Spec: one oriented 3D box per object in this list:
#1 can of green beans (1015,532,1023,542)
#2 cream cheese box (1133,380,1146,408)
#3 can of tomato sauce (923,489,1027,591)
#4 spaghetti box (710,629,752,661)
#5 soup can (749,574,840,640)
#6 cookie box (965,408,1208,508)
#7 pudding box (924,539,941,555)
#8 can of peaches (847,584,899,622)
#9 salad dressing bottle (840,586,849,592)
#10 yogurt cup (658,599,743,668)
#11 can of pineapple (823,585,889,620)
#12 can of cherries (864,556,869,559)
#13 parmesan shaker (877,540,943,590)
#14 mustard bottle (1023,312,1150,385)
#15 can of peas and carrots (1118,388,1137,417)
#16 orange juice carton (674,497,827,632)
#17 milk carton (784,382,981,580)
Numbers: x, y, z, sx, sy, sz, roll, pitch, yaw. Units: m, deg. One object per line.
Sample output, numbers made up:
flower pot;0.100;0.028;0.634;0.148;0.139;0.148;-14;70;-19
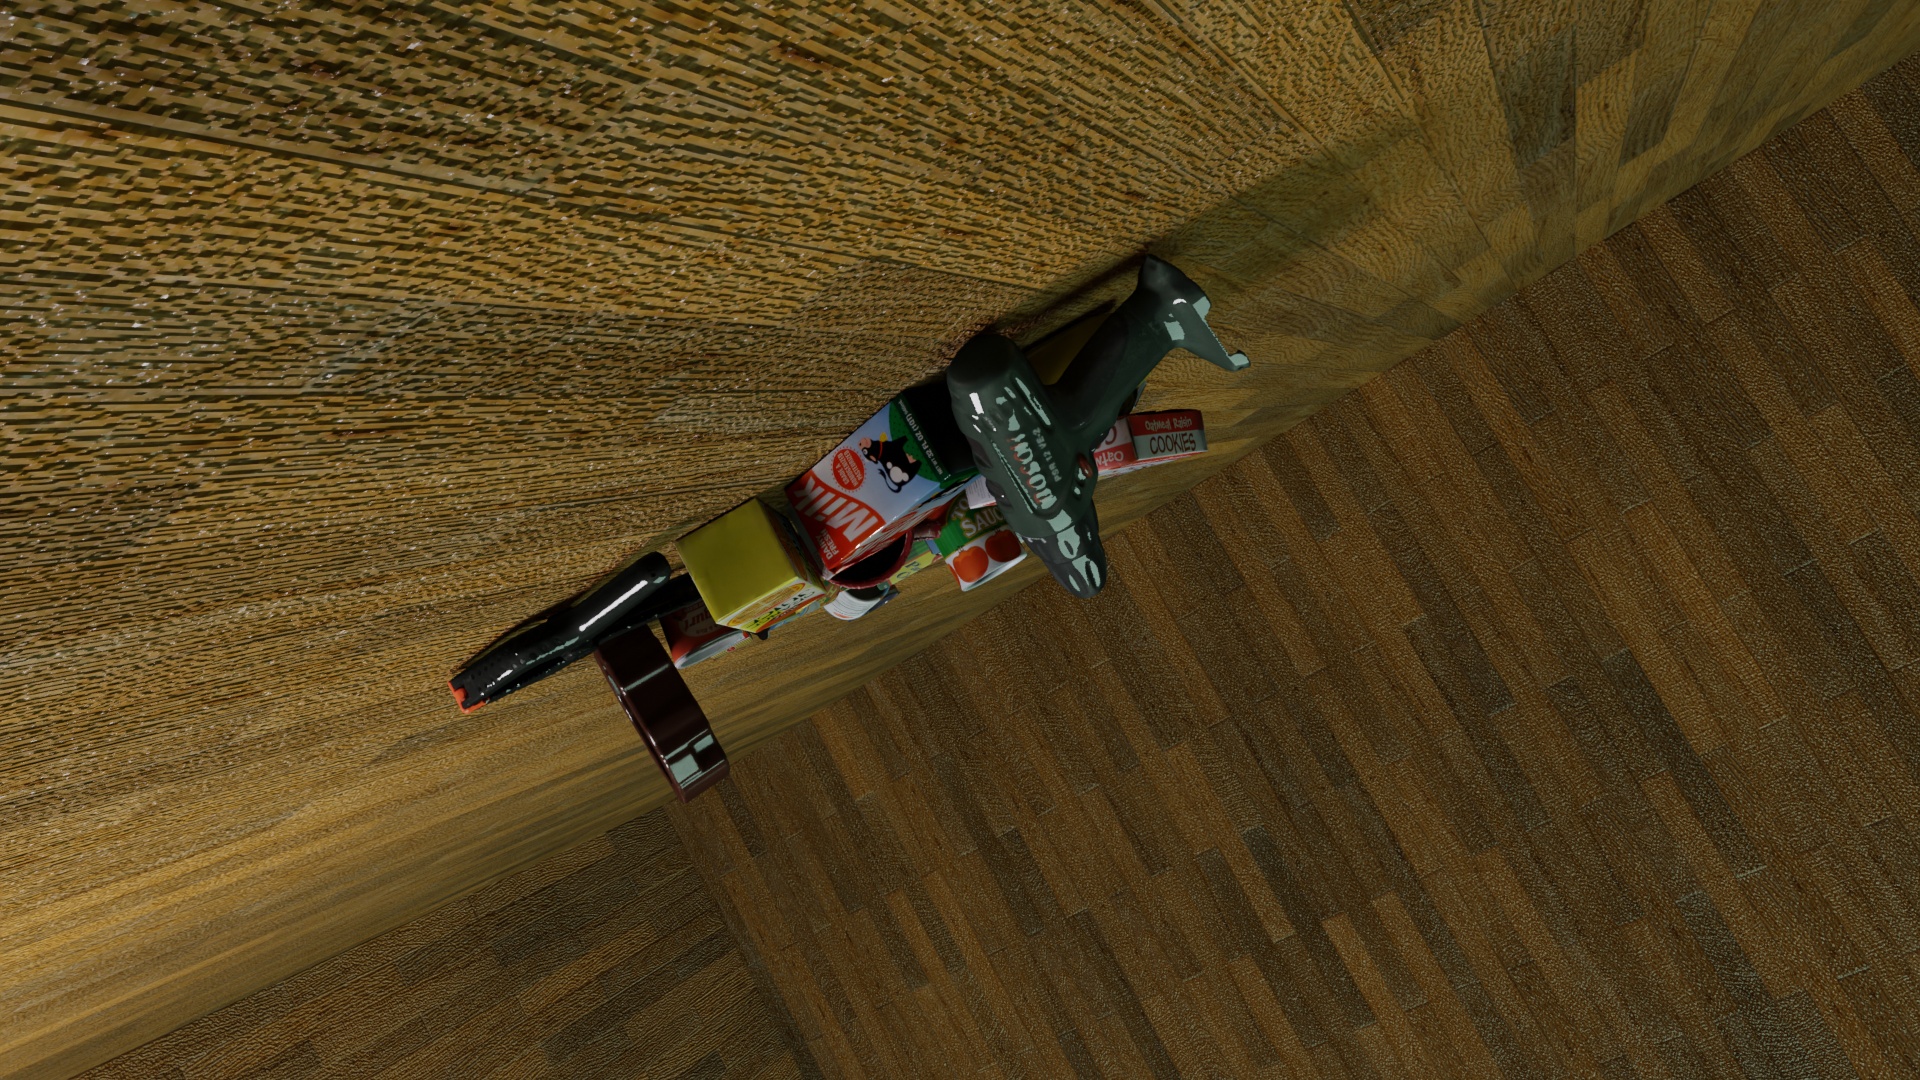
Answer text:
can of green beans;0.040;-0.026;1.269;0.057;0.071;0.071;-34;172;21
cream cheese box;0.135;-0.126;1.376;0.103;0.024;0.054;-34;-167;35
can of tomato sauce;0.011;-0.008;1.203;0.071;0.083;0.071;-29;173;-4
spaghetti box;-0.249;0.090;1.425;0.050;0.029;0.249;-28;173;-8
soup can;-0.161;0.044;1.272;0.084;0.071;0.071;-24;171;-40
cookie box;0.104;-0.069;1.157;0.167;0.040;0.123;-15;178;37
pudding box;0.005;-0.017;1.351;0.084;0.030;0.049;-29;176;3
can of peaches;-0.113;0.052;1.578;0.071;0.058;0.071;-29;174;-3
salad dressing bottle;-0.161;0.044;1.387;0.064;0.044;0.148;-34;172;39
yogurt cup;-0.240;0.078;1.268;0.072;0.054;0.072;-29;173;-4
can of pineapple;-0.115;0.044;1.498;0.071;0.071;0.057;-25;171;-33
can of cherries;-0.091;-0.001;1.247;0.072;0.071;0.058;-24;170;-38
parmesan shaker;-0.052;-0.001;1.413;0.103;0.071;0.071;-29;173;-2
mustard bottle;0.065;-0.119;1.068;0.160;0.065;0.048;-24;168;3
can of peas and carrots;0.111;-0.127;1.163;0.071;0.071;0.059;-32;172;22
orange juice carton;-0.162;0.025;1.128;0.073;0.072;0.192;-29;173;0
milk carton;-0.064;-0.040;1.057;0.189;0.072;0.074;-35;172;38
